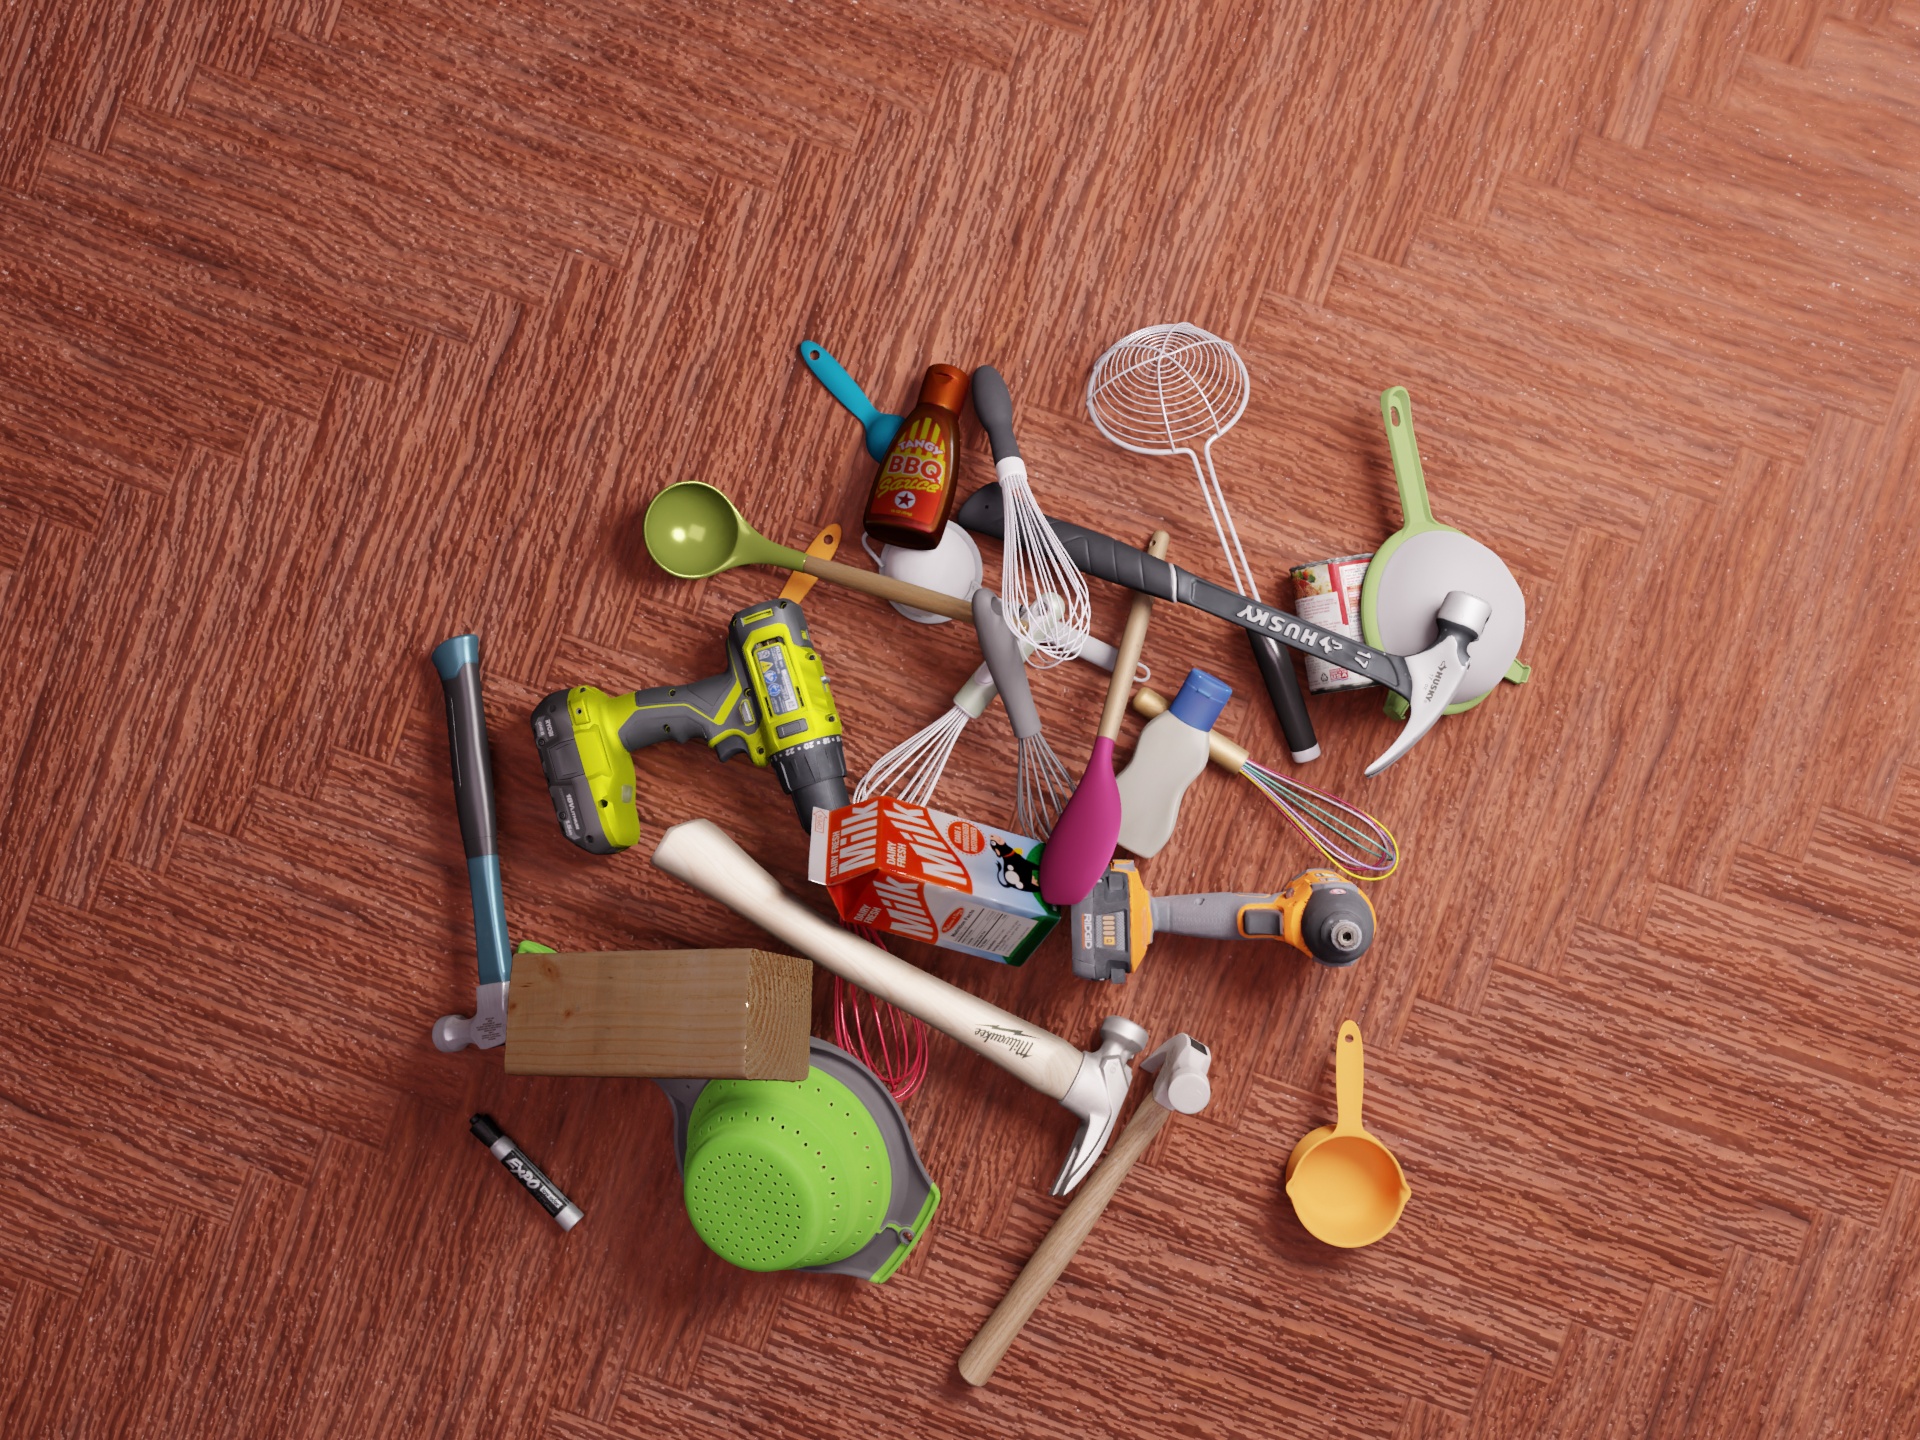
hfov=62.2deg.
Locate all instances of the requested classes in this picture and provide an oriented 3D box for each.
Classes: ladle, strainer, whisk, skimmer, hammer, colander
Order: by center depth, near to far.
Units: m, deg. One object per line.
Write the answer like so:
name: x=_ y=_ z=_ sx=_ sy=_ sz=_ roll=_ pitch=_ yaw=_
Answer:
strainer: x=0.371 y=-0.133 z=1.208 sx=0.151 sy=0.069 sz=0.256 roll=-14 pitch=93 yaw=-27
hammer: x=0.178 y=-0.092 z=1.208 sx=0.409 sy=0.036 sz=0.149 roll=24 pitch=89 yaw=21
hammer: x=-0.056 y=0.206 z=1.213 sx=0.410 sy=0.038 sz=0.146 roll=31 pitch=66 yaw=-7
whisk: x=0.046 y=-0.165 z=1.218 sx=0.070 sy=0.070 sz=0.285 roll=-14 pitch=61 yaw=2
colander: x=-0.210 y=0.305 z=1.229 sx=0.397 sy=0.094 sz=0.204 roll=34 pitch=111 yaw=10
whisk: x=0.049 y=0.008 z=1.230 sx=0.055 sy=0.055 sz=0.238 roll=-18 pitch=110 yaw=2
hammer: x=0.095 y=0.382 z=1.237 sx=0.031 sy=0.130 sz=0.331 roll=33 pitch=102 yaw=1
ladle: x=-0.100 y=-0.116 z=1.244 sx=0.320 sy=0.062 sz=0.078 roll=18 pitch=96 yaw=13
whisk: x=-0.002 y=-0.004 z=1.253 sx=0.246 sy=0.059 sz=0.058 roll=-50 pitch=61 yaw=8
whisk: x=0.240 y=0.049 z=1.259 sx=0.245 sy=0.051 sz=0.047 roll=34 pitch=97 yaw=6
whisk: x=-0.086 y=0.158 z=1.267 sx=0.073 sy=0.073 sz=0.296 roll=-15 pitch=82 yaw=2
skimmer: x=0.210 y=-0.141 z=1.269 sx=0.127 sy=0.090 sz=0.363 roll=-22 pitch=98 yaw=-1
strainer: x=0.035 y=-0.090 z=1.272 sx=0.258 sy=0.050 sz=0.087 roll=25 pitch=106 yaw=0
hammer: x=-0.387 y=0.096 z=1.279 sx=0.128 sy=0.033 sz=0.331 roll=-11 pitch=84 yaw=27

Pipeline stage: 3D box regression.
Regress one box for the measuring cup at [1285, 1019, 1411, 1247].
measuring cup: x=0.300 y=0.319 z=1.248 sx=0.095 sy=0.052 sz=0.173 roll=1 pitch=87 yaw=3

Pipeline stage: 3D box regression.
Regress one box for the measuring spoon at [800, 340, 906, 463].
measuring spoon: x=-0.086 y=-0.260 z=1.287 sx=0.042 sy=0.021 sz=0.128 roll=-42 pitch=89 yaw=1

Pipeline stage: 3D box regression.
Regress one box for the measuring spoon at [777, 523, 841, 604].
measuring spoon: x=-0.132 y=-0.111 z=1.293 sx=0.021 sy=0.011 sz=0.117 roll=34 pitch=91 yaw=3

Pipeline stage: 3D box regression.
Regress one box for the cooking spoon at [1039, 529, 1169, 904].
cooking spoon: x=0.117 y=-0.008 z=1.224 sx=0.017 sy=0.069 sz=0.319 roll=34 pitch=64 yaw=-38

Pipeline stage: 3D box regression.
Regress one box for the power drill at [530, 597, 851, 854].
power drill: x=-0.204 y=0.026 z=1.252 sx=0.228 sy=0.080 sz=0.190 roll=-18 pitch=84 yaw=5

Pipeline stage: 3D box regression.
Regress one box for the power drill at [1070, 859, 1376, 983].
power drill: x=0.197 y=0.151 z=1.200 sx=0.226 sy=0.164 sz=0.084 roll=-1 pitch=91 yaw=5
